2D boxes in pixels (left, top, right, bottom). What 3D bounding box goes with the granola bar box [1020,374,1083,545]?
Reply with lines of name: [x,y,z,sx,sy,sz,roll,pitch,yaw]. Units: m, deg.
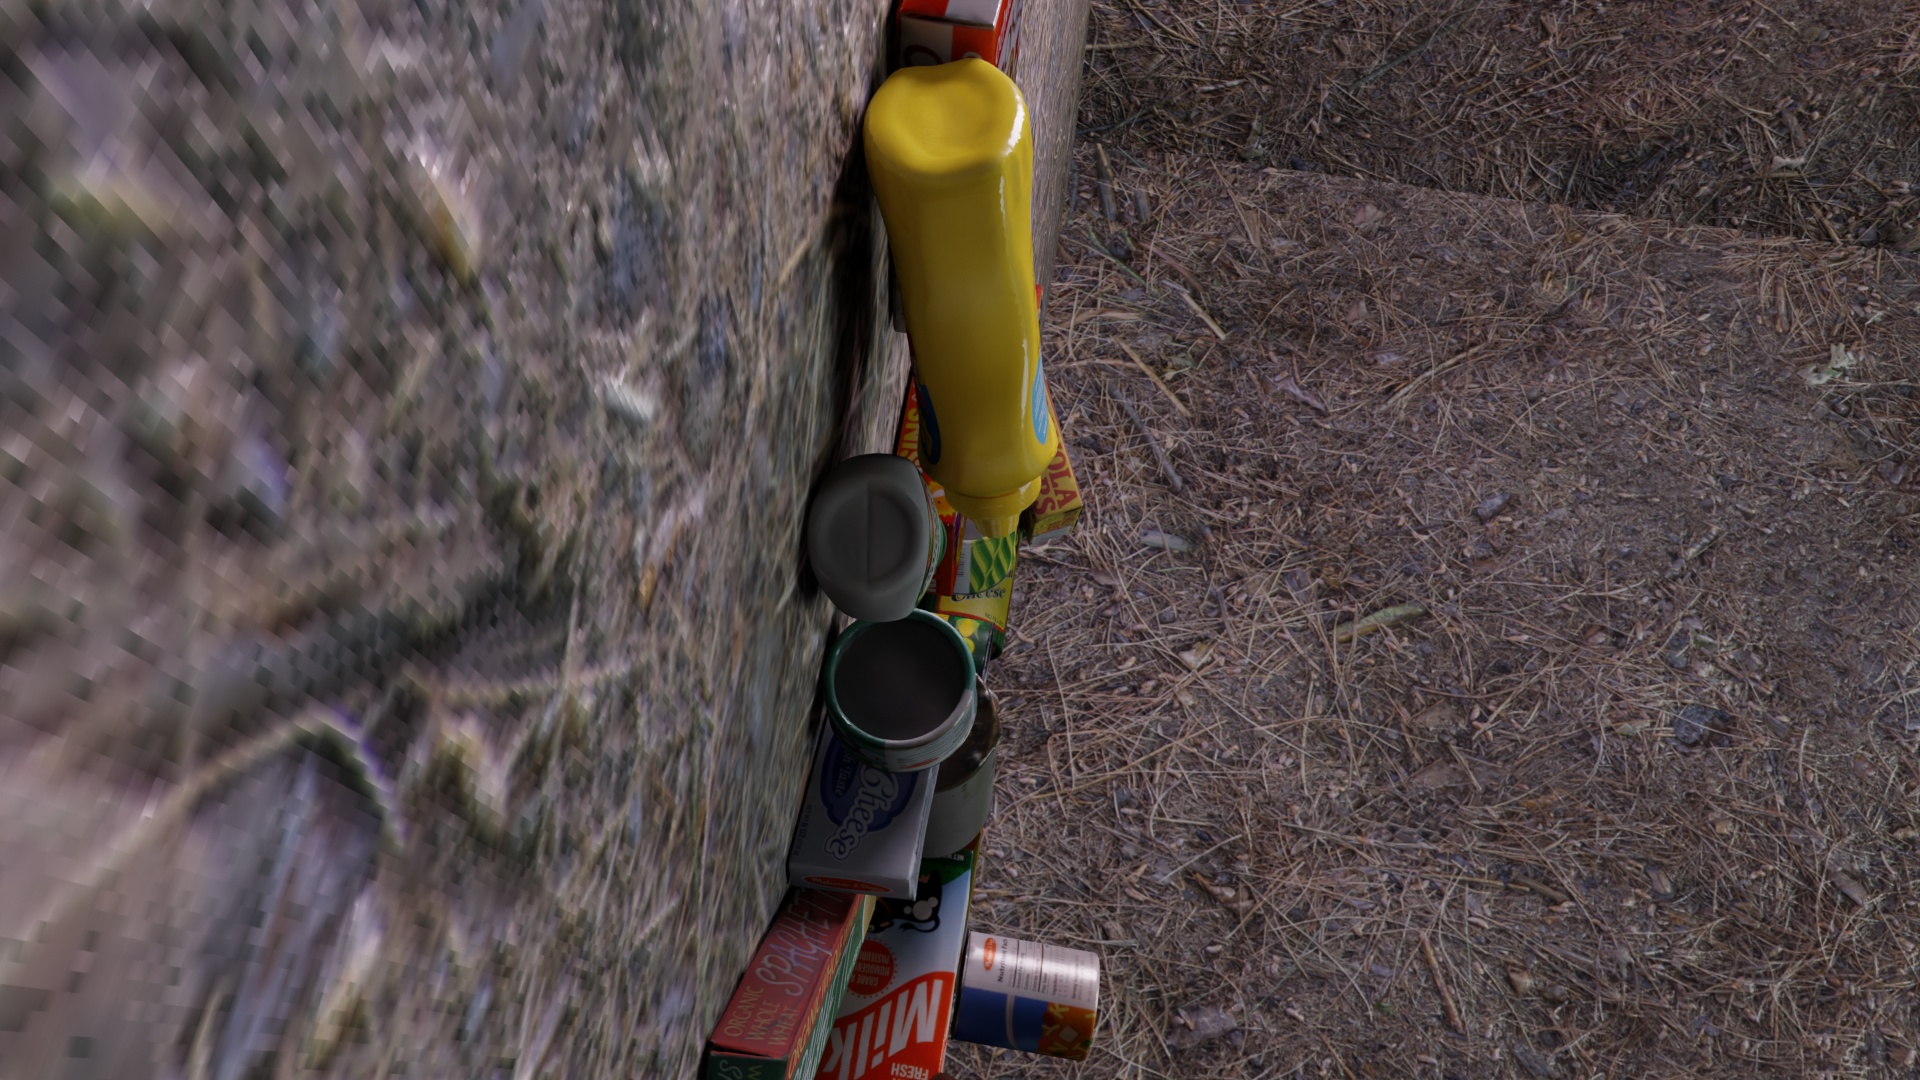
granola bar box: [0.047,-0.087,1.034,0.124,0.039,0.165,85,-12,-82]

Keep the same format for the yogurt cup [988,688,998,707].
yogurt cup: [-0.011,0.131,1.013,0.072,0.072,0.054,91,17,-66]

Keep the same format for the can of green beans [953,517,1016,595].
can of green beans: [0.002,-0.009,0.854,0.057,0.071,0.071,92,7,-56]

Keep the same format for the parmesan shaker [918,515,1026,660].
parmesan shaker: [0.009,0.031,1.011,0.071,0.071,0.103,91,9,-66]

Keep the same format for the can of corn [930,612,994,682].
can of corn: [-0.011,0.083,0.929,0.071,0.058,0.071,3,96,-86]

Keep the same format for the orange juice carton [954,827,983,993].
orange juice carton: [-0.023,0.213,0.953,0.073,0.072,0.191,-76,174,-61]

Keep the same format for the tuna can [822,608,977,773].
tuna can: [-0.027,0.062,0.598,0.032,0.071,0.071,90,10,-63]

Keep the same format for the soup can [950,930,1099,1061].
soup can: [0.040,0.286,0.867,0.071,0.084,0.071,-20,120,-89]

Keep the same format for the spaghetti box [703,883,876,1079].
spaghetti box: [-0.063,0.176,0.578,0.250,0.029,0.050,-57,155,-82]

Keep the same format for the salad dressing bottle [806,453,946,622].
salad dressing bottle: [-0.029,-0.001,0.563,0.147,0.044,0.064,8,81,-87]

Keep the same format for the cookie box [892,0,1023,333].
cookie box: [0.000,-0.189,0.601,0.166,0.040,0.123,95,5,-55]

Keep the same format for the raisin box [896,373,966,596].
raisin box: [-0.013,-0.043,0.756,0.085,0.040,0.124,94,5,-62]

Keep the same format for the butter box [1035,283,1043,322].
butter box: [0.028,-0.088,0.778,0.053,0.024,0.103,-78,175,-60]

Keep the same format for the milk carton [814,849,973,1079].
milk carton: [-0.042,0.281,0.827,0.073,0.072,0.191,92,6,-60]

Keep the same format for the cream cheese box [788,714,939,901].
cream cheese box: [-0.038,0.105,0.610,0.024,0.053,0.104,92,7,-49]
